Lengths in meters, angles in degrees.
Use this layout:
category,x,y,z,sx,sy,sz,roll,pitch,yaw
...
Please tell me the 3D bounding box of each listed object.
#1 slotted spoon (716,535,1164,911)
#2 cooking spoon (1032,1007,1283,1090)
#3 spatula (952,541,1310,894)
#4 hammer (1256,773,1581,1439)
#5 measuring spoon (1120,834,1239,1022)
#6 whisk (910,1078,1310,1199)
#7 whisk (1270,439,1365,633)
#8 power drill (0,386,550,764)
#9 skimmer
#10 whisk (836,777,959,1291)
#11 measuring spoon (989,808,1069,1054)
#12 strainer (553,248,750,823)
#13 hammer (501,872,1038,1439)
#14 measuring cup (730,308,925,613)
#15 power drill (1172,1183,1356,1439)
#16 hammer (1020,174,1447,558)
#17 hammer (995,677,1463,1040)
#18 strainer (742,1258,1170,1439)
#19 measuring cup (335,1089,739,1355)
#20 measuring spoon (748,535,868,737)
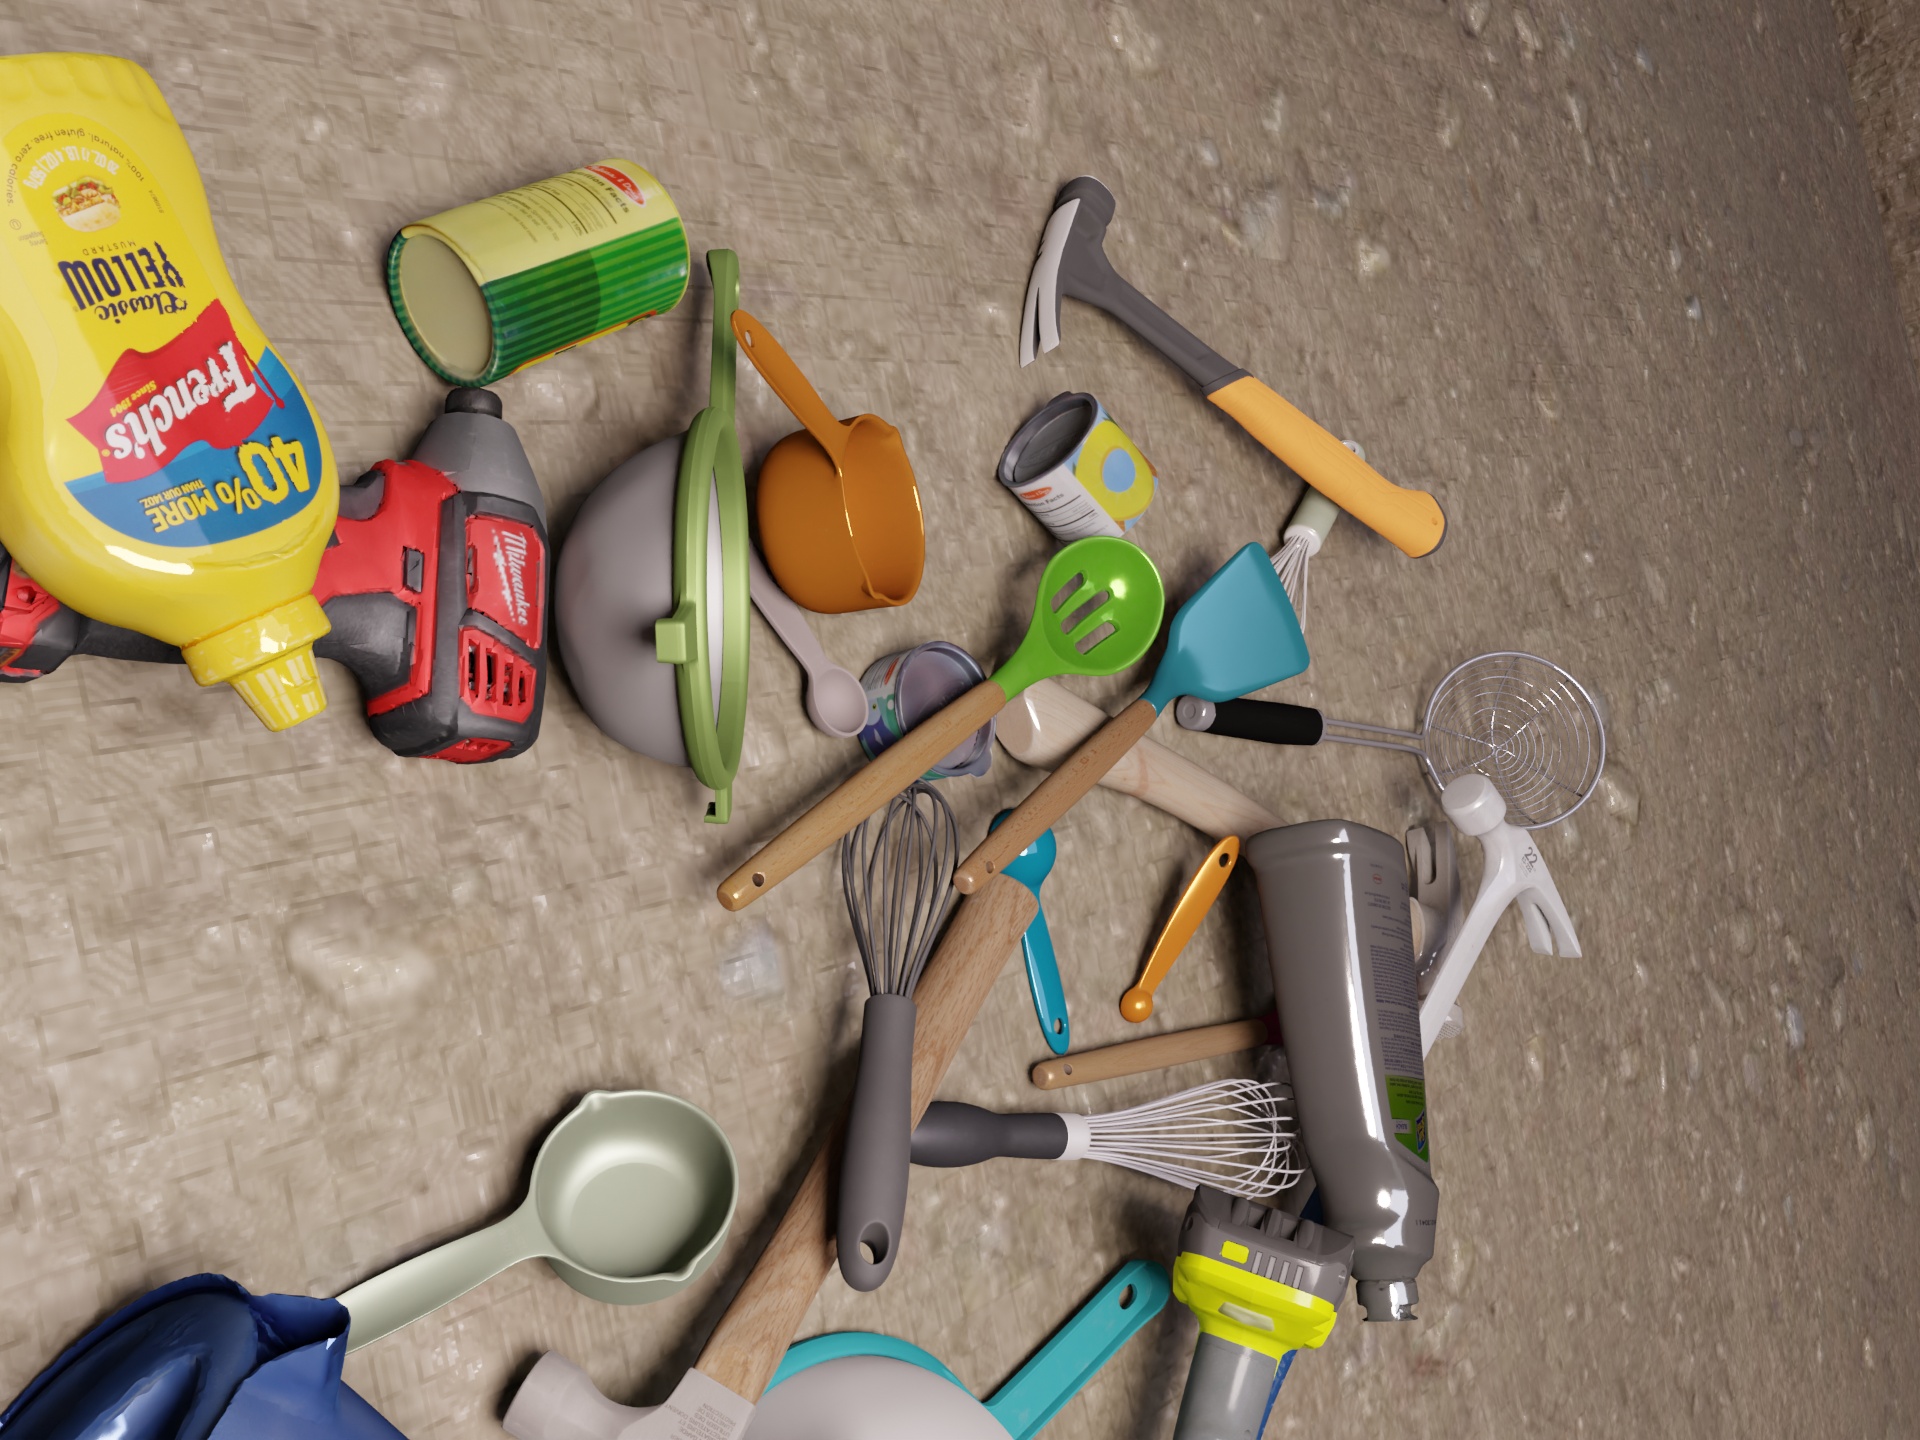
category,x,y,z,sx,sy,sz,roll,pitch,yaw
slotted spoon,-0.001,-0.002,0.742,0.314,0.031,0.070,-38,101,-40
cooking spoon,0.153,0.179,0.901,0.318,0.017,0.069,1,69,-45
spatula,0.091,0.003,0.815,0.317,0.044,0.082,-39,108,-47
hammer,0.251,0.227,0.922,0.144,0.035,0.406,49,62,-24
measuring spoon,0.122,0.113,0.861,0.021,0.011,0.117,36,81,-30
whisk,0.076,0.211,0.800,0.284,0.070,0.070,12,73,-37
whisk,0.216,-0.109,1.018,0.246,0.058,0.059,-55,153,-40
power drill,-0.241,-0.068,0.542,0.219,0.078,0.143,12,73,-45
skimmer,0.286,0.004,1.019,0.363,0.090,0.127,6,76,-42
whisk,-0.033,0.123,0.681,0.055,0.055,0.239,34,44,-34
measuring spoon,0.045,0.107,0.812,0.042,0.021,0.128,-11,89,-45
strainer,-0.125,-0.094,0.653,0.069,0.151,0.257,-1,62,-2
hammer,-0.041,0.185,0.676,0.130,0.031,0.331,29,46,6
measuring cup,-0.073,-0.112,0.693,0.173,0.052,0.095,50,38,-50
power drill,0.110,0.335,0.712,0.190,0.080,0.229,68,40,-65
hammer,0.178,-0.186,0.969,0.336,0.034,0.127,30,60,-26
hammer,0.172,0.057,0.934,0.410,0.038,0.146,30,54,-34
strainer,0.016,0.339,0.679,0.340,0.095,0.211,-28,100,-43
measuring cup,-0.161,0.197,0.581,0.167,0.038,0.083,-21,57,-26
measuring spoon,-0.084,-0.044,0.732,0.124,0.018,0.034,57,40,-9
